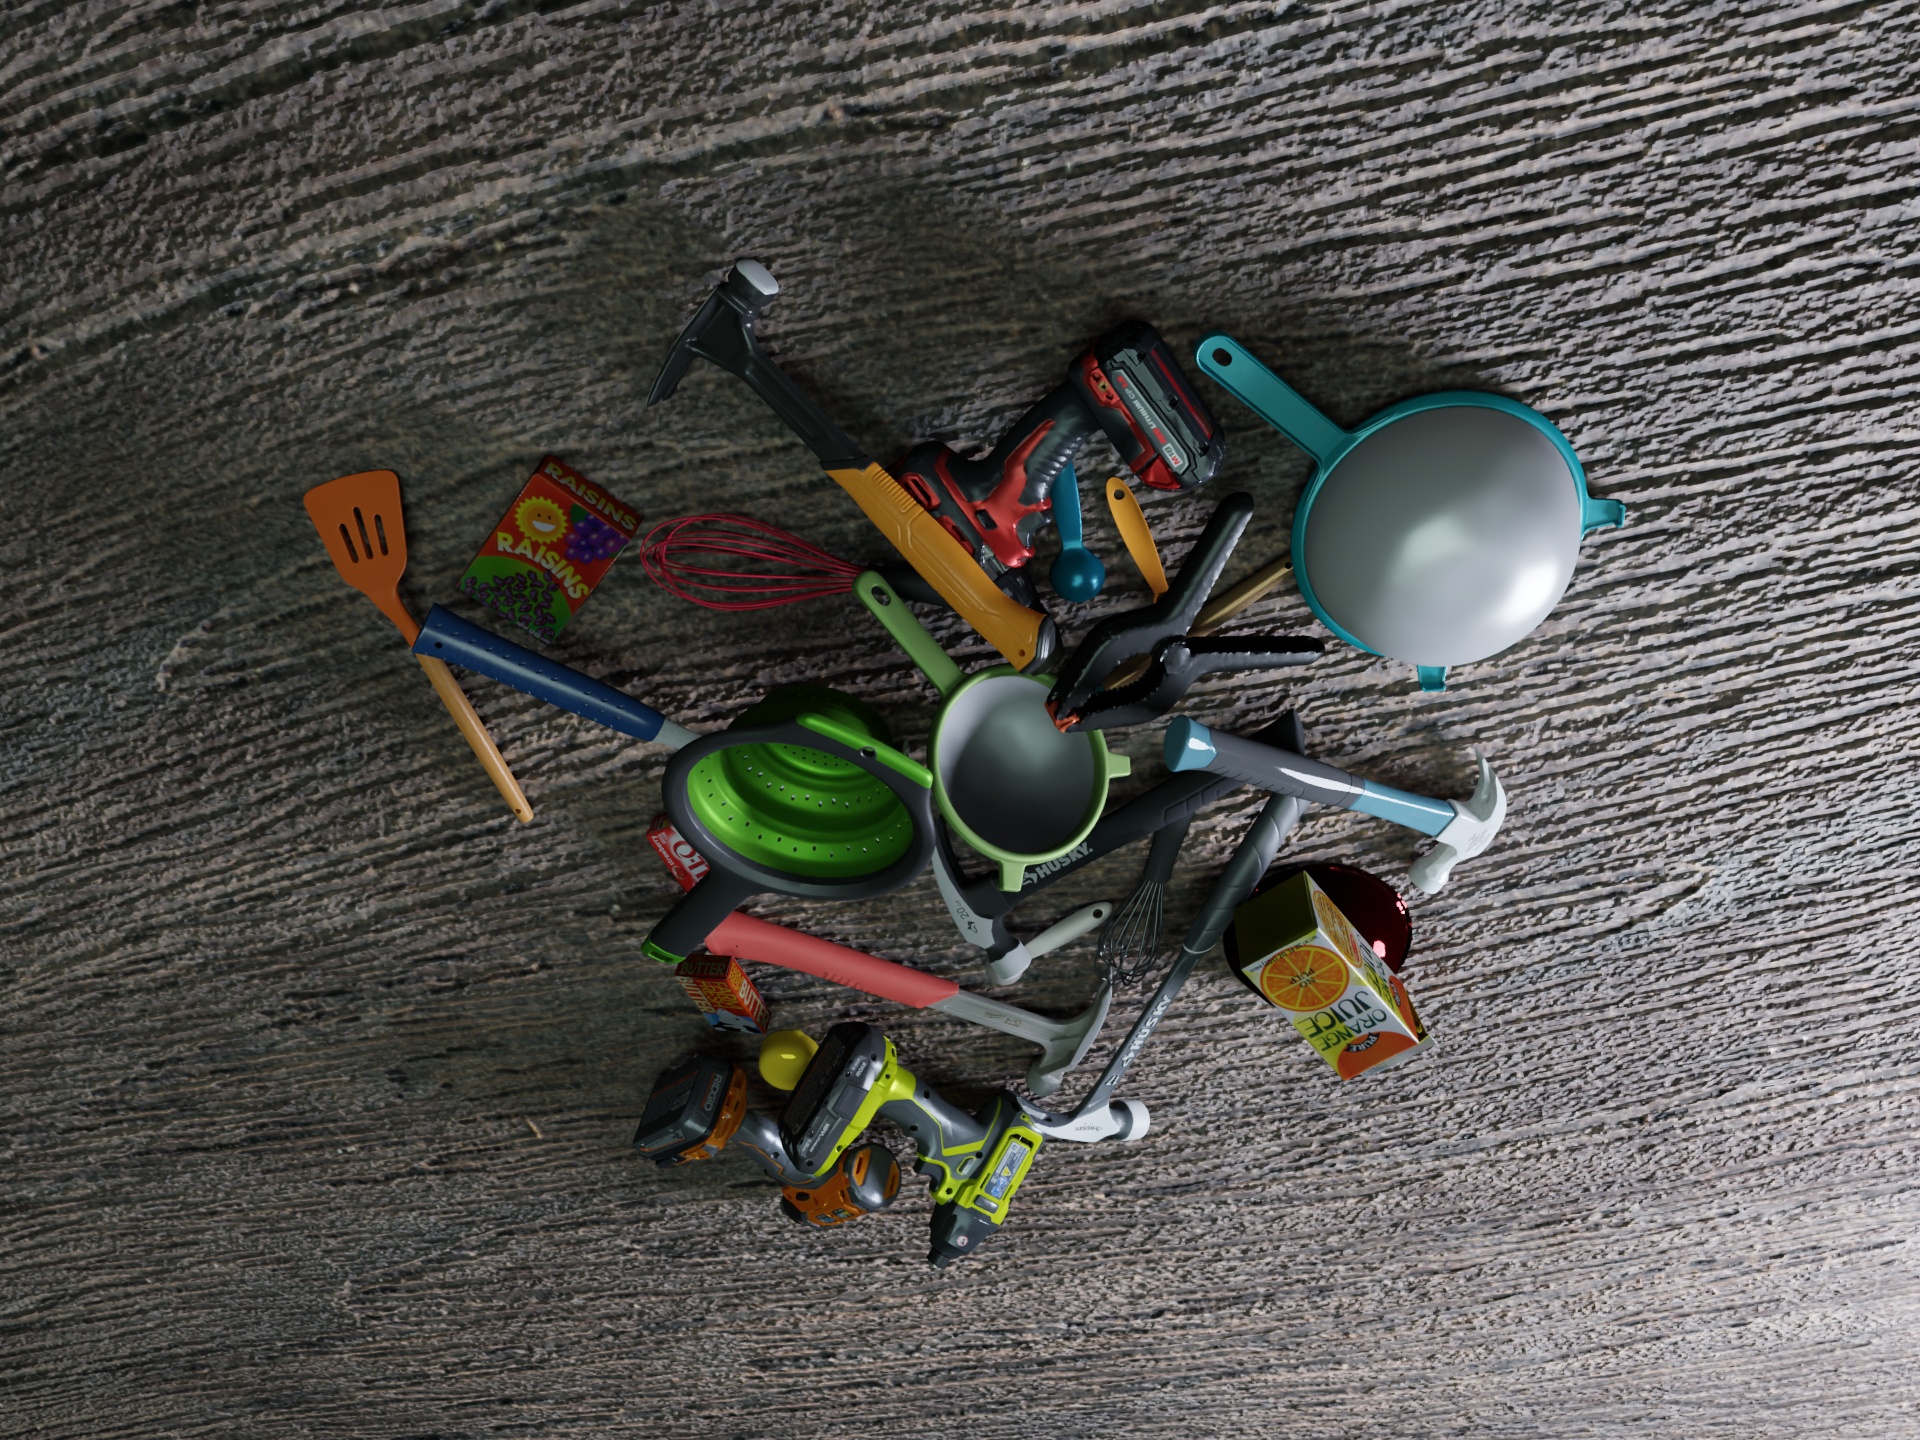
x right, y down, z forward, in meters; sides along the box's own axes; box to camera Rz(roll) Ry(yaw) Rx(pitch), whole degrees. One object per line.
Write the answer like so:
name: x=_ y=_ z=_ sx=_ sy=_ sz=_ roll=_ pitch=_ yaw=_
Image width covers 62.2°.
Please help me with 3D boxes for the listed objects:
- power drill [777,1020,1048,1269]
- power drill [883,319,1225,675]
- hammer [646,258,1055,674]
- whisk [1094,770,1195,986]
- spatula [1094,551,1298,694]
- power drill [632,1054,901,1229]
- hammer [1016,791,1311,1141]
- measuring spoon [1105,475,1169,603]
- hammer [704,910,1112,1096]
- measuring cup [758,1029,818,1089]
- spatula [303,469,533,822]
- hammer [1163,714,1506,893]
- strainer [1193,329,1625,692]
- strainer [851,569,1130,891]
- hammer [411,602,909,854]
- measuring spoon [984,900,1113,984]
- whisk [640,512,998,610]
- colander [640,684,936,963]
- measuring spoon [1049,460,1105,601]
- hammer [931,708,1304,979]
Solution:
power drill: x=-0.045 y=0.385 z=1.439 sx=0.223 sy=0.080 sz=0.171 roll=33 pitch=84 yaw=-20
power drill: x=0.074 y=-0.150 z=1.114 sx=0.226 sy=0.080 sz=0.187 roll=-31 pitch=103 yaw=25
hammer: x=-0.067 y=-0.155 z=1.100 sx=0.337 sy=0.034 sz=0.127 roll=45 pitch=120 yaw=-1
whisk: x=0.160 y=0.127 z=1.321 sx=0.055 sy=0.055 sz=0.238 roll=12 pitch=118 yaw=-4
spatula: x=0.132 y=-0.035 z=1.218 sx=0.317 sy=0.044 sz=0.082 roll=-36 pitch=93 yaw=22
power drill: x=-0.189 y=0.411 z=1.502 sx=0.226 sy=0.084 sz=0.164 roll=33 pitch=138 yaw=-20
hammer: x=0.185 y=0.199 z=1.326 sx=0.149 sy=0.036 sz=0.408 roll=9 pitch=118 yaw=-39
measuring spoon: x=0.134 y=-0.131 z=1.178 sx=0.021 sy=0.011 sz=0.116 roll=-20 pitch=115 yaw=16
hammer: x=-0.050 y=0.226 z=1.405 sx=0.359 sy=0.037 sz=0.149 roll=20 pitch=122 yaw=-9
measuring cup: x=-0.113 y=0.334 z=1.481 sx=0.156 sy=0.029 sz=0.062 roll=19 pitch=122 yaw=-4
spatula: x=-0.415 y=-0.047 z=1.268 sx=0.081 sy=0.041 sz=0.322 roll=-12 pitch=125 yaw=13
hammer: x=0.286 y=0.053 z=1.206 sx=0.330 sy=0.033 sz=0.128 roll=16 pitch=125 yaw=-30
strainer: x=0.294 y=-0.148 z=1.088 sx=0.340 sy=0.095 sz=0.211 roll=33 pitch=116 yaw=-21
strainer: x=-0.002 y=-0.004 z=1.187 sx=0.256 sy=0.151 sz=0.069 roll=50 pitch=154 yaw=-8
hammer: x=-0.225 y=0.006 z=1.249 sx=0.405 sy=0.035 sz=0.144 roll=25 pitch=121 yaw=-20
measuring spoon: x=0.077 y=0.189 z=1.363 sx=0.124 sy=0.018 sz=0.034 roll=-30 pitch=94 yaw=3
whisk: x=-0.089 y=-0.108 z=1.184 sx=0.295 sy=0.073 sz=0.073 roll=6 pitch=123 yaw=-8
colander: x=-0.154 y=0.080 z=1.243 sx=0.204 sy=0.095 sz=0.397 roll=28 pitch=138 yaw=-18
measuring spoon: x=0.080 y=-0.140 z=1.166 sx=0.042 sy=0.021 sz=0.128 roll=-7 pitch=123 yaw=9
hammer: x=0.126 y=0.080 z=1.270 sx=0.335 sy=0.035 sz=0.146 roll=-31 pitch=100 yaw=23
